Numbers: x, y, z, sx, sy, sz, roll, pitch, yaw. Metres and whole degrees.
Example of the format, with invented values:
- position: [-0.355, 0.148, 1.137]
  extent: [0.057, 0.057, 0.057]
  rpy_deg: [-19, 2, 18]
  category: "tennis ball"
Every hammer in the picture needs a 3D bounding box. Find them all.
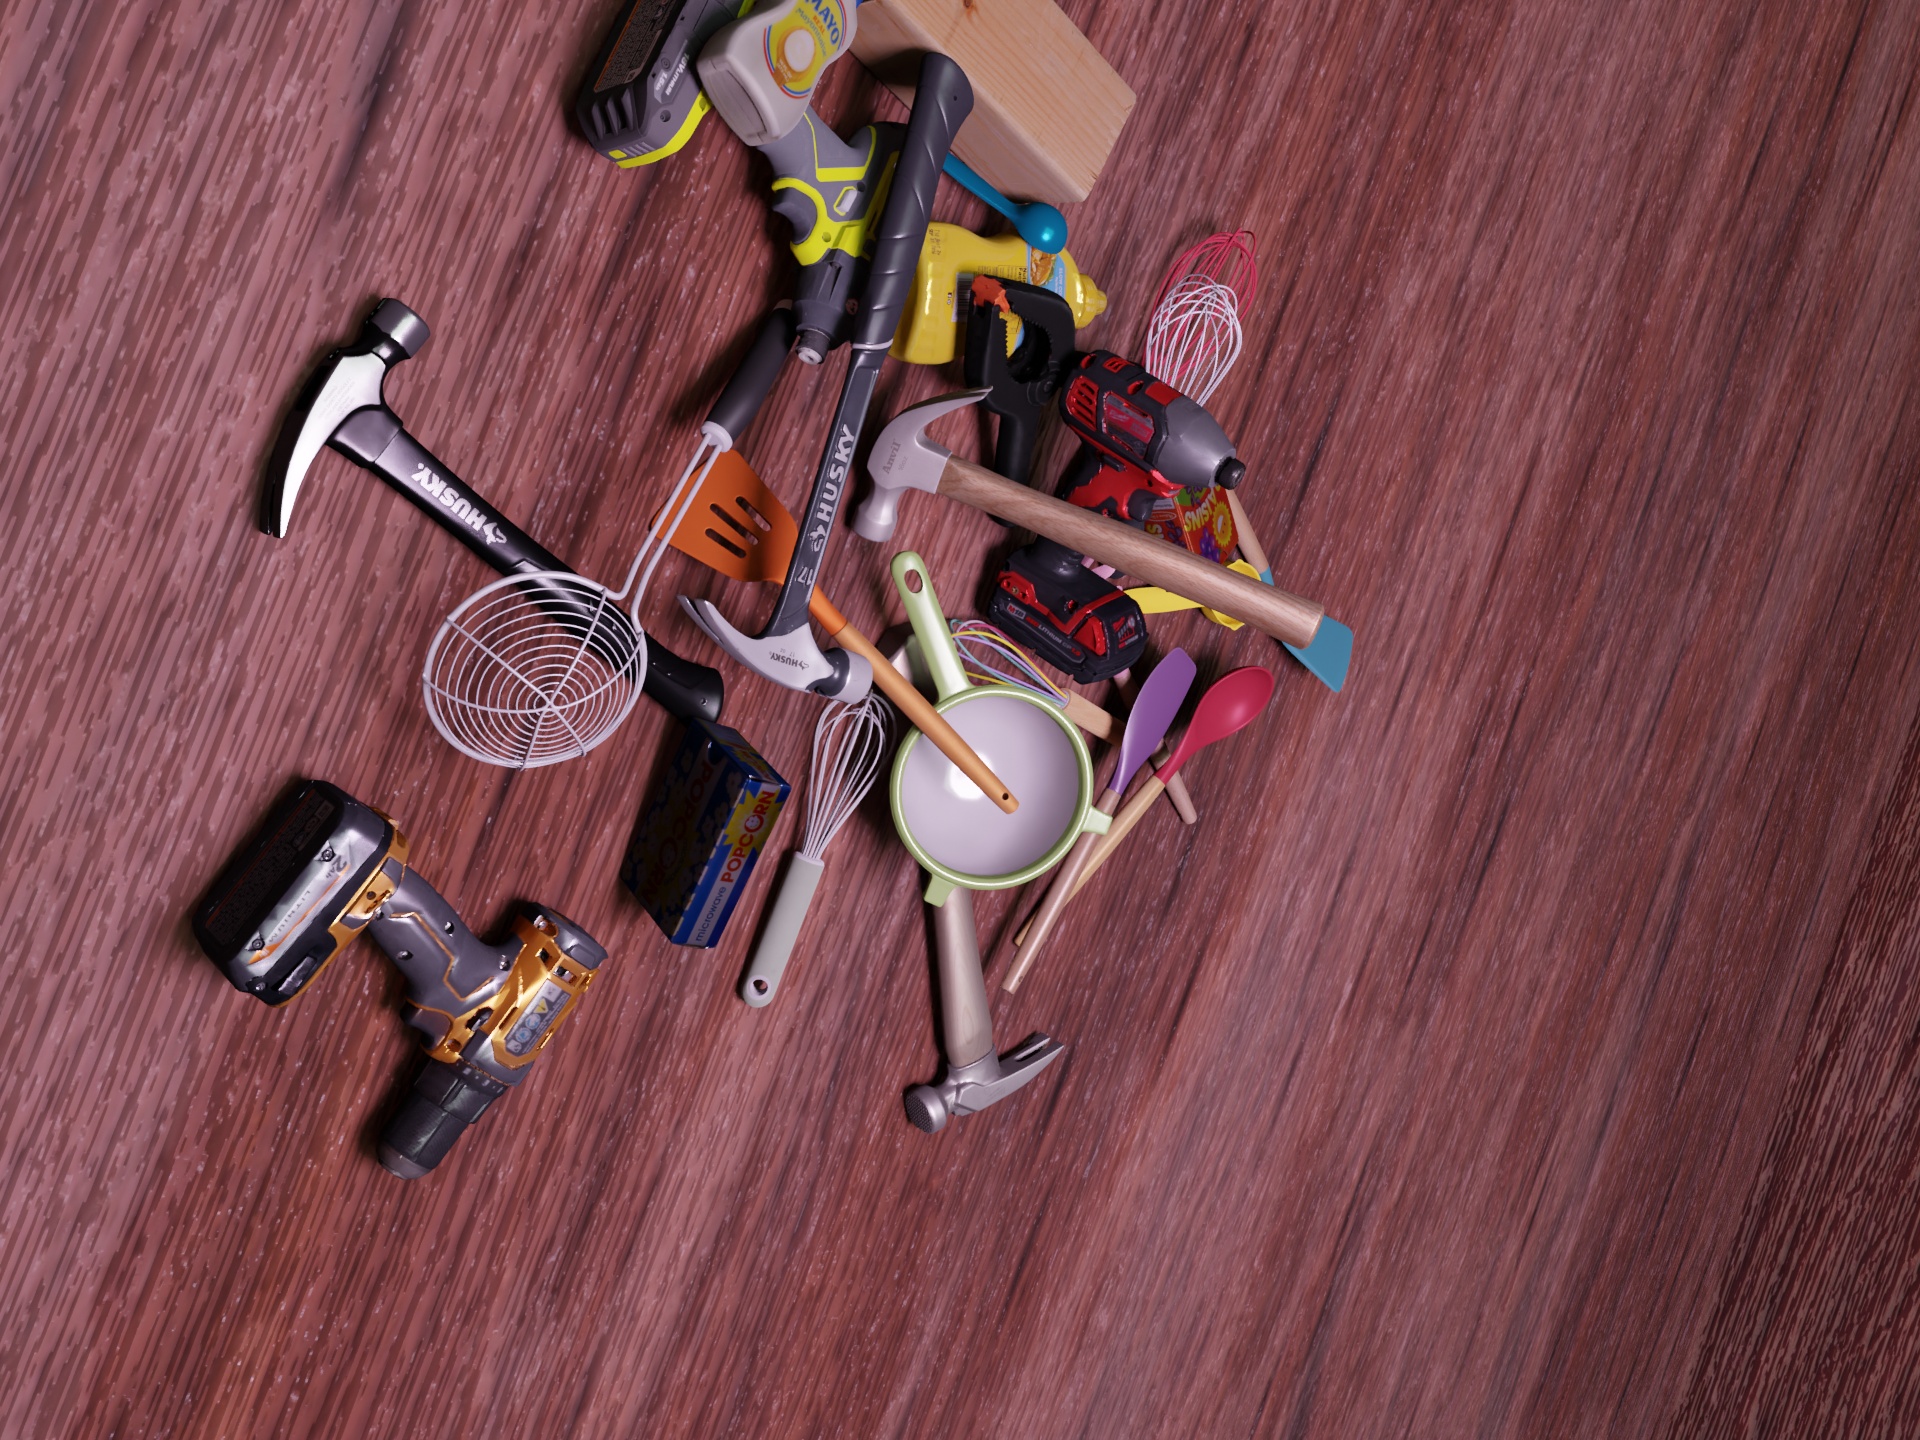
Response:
- position: [-0.003, 0.119, 1.248]
  extent: [0.146, 0.038, 0.410]
  rpy_deg: [-22, 114, -33]
  category: "hammer"
- position: [0.094, -0.130, 1.102]
  extent: [0.031, 0.331, 0.130]
  rpy_deg: [-66, 179, -61]
  category: "hammer"
- position: [-0.265, -0.089, 0.974]
  extent: [0.334, 0.035, 0.146]
  rpy_deg: [44, 72, -39]
  category: "hammer"
- position: [-0.066, -0.221, 1.002]
  extent: [0.149, 0.036, 0.409]
  rpy_deg: [18, 87, -47]
  category: "hammer"

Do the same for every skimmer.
- position: [-0.199, -0.130, 0.985]
  extent: [0.127, 0.090, 0.363]
  rpy_deg: [53, 48, -40]
  category: "skimmer"

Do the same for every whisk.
- position: [0.149, -0.212, 1.206]
  extent: [0.070, 0.070, 0.284]
  rpy_deg: [-28, 151, -32]
  category: "whisk"
- position: [0.152, -0.268, 1.263]
  extent: [0.073, 0.073, 0.296]
  rpy_deg: [37, 82, -40]
  category: "whisk"
- position: [0.064, -0.024, 1.271]
  extent: [0.047, 0.051, 0.244]
  rpy_deg: [-50, 137, 12]
  category: "whisk"
- position: [-0.107, 0.093, 1.152]
  extent: [0.058, 0.059, 0.246]
  rpy_deg: [21, 92, -5]
  category: "whisk"

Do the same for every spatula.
- position: [0.264, -0.156, 1.397]
  extent: [0.317, 0.044, 0.082]
  rpy_deg: [54, 43, -33]
  category: "spatula"
- position: [0.111, 0.080, 1.296]
  extent: [0.059, 0.018, 0.316]
  rpy_deg: [40, 75, -48]
  category: "spatula"
- position: [-0.070, -0.047, 1.086]
  extent: [0.322, 0.041, 0.081]
  rpy_deg: [47, 72, -21]
  category: "spatula"

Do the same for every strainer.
- position: [-0.002, -0.004, 1.159]
  extent: [0.151, 0.069, 0.256]
  rpy_deg: [-23, 102, -9]
  category: "strainer"

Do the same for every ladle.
- position: [0.152, 0.071, 1.345]
  extent: [0.315, 0.031, 0.069]
  rpy_deg: [-48, 135, -7]
  category: "ladle"

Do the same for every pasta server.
- position: [0.151, -0.025, 1.340]
  extent: [0.040, 0.060, 0.315]
  rpy_deg: [-30, 126, -1]
  category: "pasta server"

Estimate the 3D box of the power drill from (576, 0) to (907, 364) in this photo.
- position: [-0.119, -0.345, 0.990]
  extent: [0.223, 0.080, 0.171]
  rpy_deg: [35, 69, -42]
  category: "power drill"

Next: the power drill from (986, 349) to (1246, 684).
- position: [0.114, -0.143, 1.161]
  extent: [0.078, 0.143, 0.219]
  rpy_deg: [-28, 147, -49]
  category: "power drill"

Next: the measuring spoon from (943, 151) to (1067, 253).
- position: [0.025, -0.375, 1.114]
  extent: [0.128, 0.021, 0.042]
  rpy_deg: [34, 44, -12]
  category: "measuring spoon"

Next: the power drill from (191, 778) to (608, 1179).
- position: [-0.341, 0.162, 0.951]
  extent: [0.185, 0.084, 0.226]
  rpy_deg: [-55, 134, -13]
  category: "power drill"

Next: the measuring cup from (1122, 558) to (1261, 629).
- position: [0.189, -0.107, 1.365]
  extent: [0.156, 0.029, 0.062]
  rpy_deg: [-5, 104, -27]
  category: "measuring cup"
